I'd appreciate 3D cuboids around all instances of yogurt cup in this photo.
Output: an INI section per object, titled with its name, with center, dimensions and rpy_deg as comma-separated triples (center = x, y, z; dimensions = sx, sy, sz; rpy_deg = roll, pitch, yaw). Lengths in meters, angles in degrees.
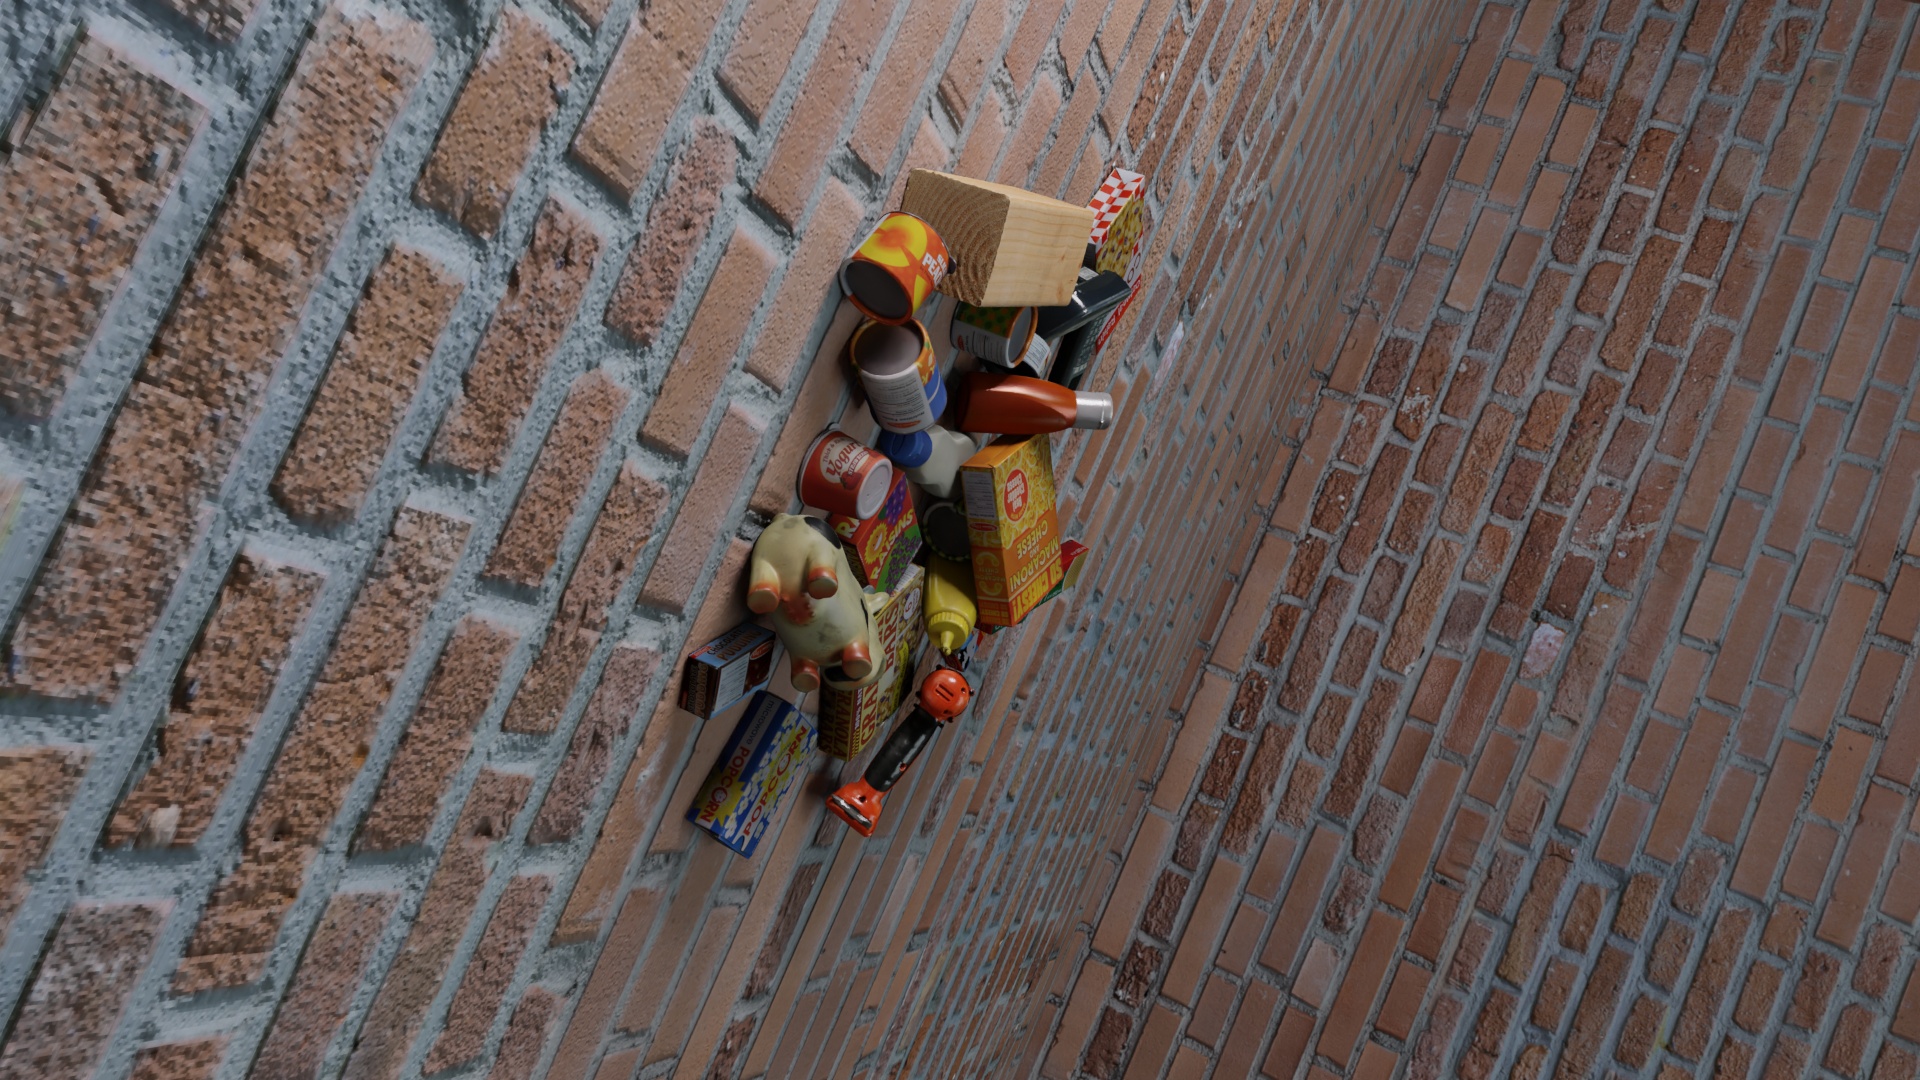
[yogurt cup]
center = -0.092, -0.051, 1.125
dimensions = 0.073, 0.054, 0.072
rpy_deg = -53, 156, -35

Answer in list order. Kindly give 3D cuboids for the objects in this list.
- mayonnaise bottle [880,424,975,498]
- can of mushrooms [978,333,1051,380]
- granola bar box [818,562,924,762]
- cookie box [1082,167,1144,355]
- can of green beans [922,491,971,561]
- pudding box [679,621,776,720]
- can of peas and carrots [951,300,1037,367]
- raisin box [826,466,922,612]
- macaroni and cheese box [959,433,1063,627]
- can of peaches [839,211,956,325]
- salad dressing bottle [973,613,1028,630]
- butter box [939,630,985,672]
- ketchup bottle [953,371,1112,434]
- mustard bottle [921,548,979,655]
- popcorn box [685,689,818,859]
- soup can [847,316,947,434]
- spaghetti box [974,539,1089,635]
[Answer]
[mayonnaise bottle]
center = -0.030, -0.079, 1.279
dimensions = 0.064, 0.041, 0.148
rpy_deg = -69, 160, 0
[can of mushrooms]
center = 0.052, -0.181, 1.351
dimensions = 0.033, 0.071, 0.071
rpy_deg = -63, 160, -17
[granola bar box]
center = -0.085, 0.115, 1.339
dimensions = 0.125, 0.039, 0.164
rpy_deg = -46, 151, -47
[cookie box]
center = 0.159, -0.306, 1.538
dimensions = 0.123, 0.040, 0.166
rpy_deg = -56, 157, -30
[can of green beans]
center = 0.003, -0.019, 1.390
dimensions = 0.058, 0.071, 0.071
rpy_deg = -41, 147, -52
[pudding box]
center = -0.181, 0.102, 1.087
dimensions = 0.084, 0.030, 0.049
rpy_deg = -31, 138, -60
[can of peas and carrots]
center = 0.033, -0.201, 1.286
dimensions = 0.071, 0.059, 0.070
rpy_deg = -53, 157, -36
[raisin box]
center = -0.077, -0.004, 1.236
dimensions = 0.086, 0.040, 0.123
rpy_deg = -58, 160, -24
[macaroni and cheese box]
center = 0.053, -0.017, 1.367
dimensions = 0.124, 0.040, 0.165
rpy_deg = -39, 128, -52
[can of peaches]
center = -0.048, -0.204, 1.050
dimensions = 0.058, 0.071, 0.071
rpy_deg = -55, 157, -30
[salad dressing bottle]
center = 0.027, 0.071, 1.542
dimensions = 0.147, 0.044, 0.064
rpy_deg = 15, 90, -59
[butter box]
center = 0.014, 0.097, 1.605
dimensions = 0.104, 0.024, 0.053
rpy_deg = -61, 158, -20
[ketchup bottle]
center = 0.071, -0.128, 1.337
dimensions = 0.064, 0.149, 0.044
rpy_deg = 110, -22, -51
[mustard bottle]
center = -0.010, 0.062, 1.377
dimensions = 0.161, 0.065, 0.048
rpy_deg = -81, -172, -53
[popcorn box]
center = -0.177, 0.201, 1.193
dimensions = 0.127, 0.038, 0.085
rpy_deg = -62, 161, -18
[soup can]
center = -0.050, -0.137, 1.126
dimensions = 0.071, 0.071, 0.083
rpy_deg = -61, 159, -20
[spaghetti box]
center = 0.080, 0.049, 1.544
dimensions = 0.251, 0.029, 0.050
rpy_deg = -24, 137, -62
